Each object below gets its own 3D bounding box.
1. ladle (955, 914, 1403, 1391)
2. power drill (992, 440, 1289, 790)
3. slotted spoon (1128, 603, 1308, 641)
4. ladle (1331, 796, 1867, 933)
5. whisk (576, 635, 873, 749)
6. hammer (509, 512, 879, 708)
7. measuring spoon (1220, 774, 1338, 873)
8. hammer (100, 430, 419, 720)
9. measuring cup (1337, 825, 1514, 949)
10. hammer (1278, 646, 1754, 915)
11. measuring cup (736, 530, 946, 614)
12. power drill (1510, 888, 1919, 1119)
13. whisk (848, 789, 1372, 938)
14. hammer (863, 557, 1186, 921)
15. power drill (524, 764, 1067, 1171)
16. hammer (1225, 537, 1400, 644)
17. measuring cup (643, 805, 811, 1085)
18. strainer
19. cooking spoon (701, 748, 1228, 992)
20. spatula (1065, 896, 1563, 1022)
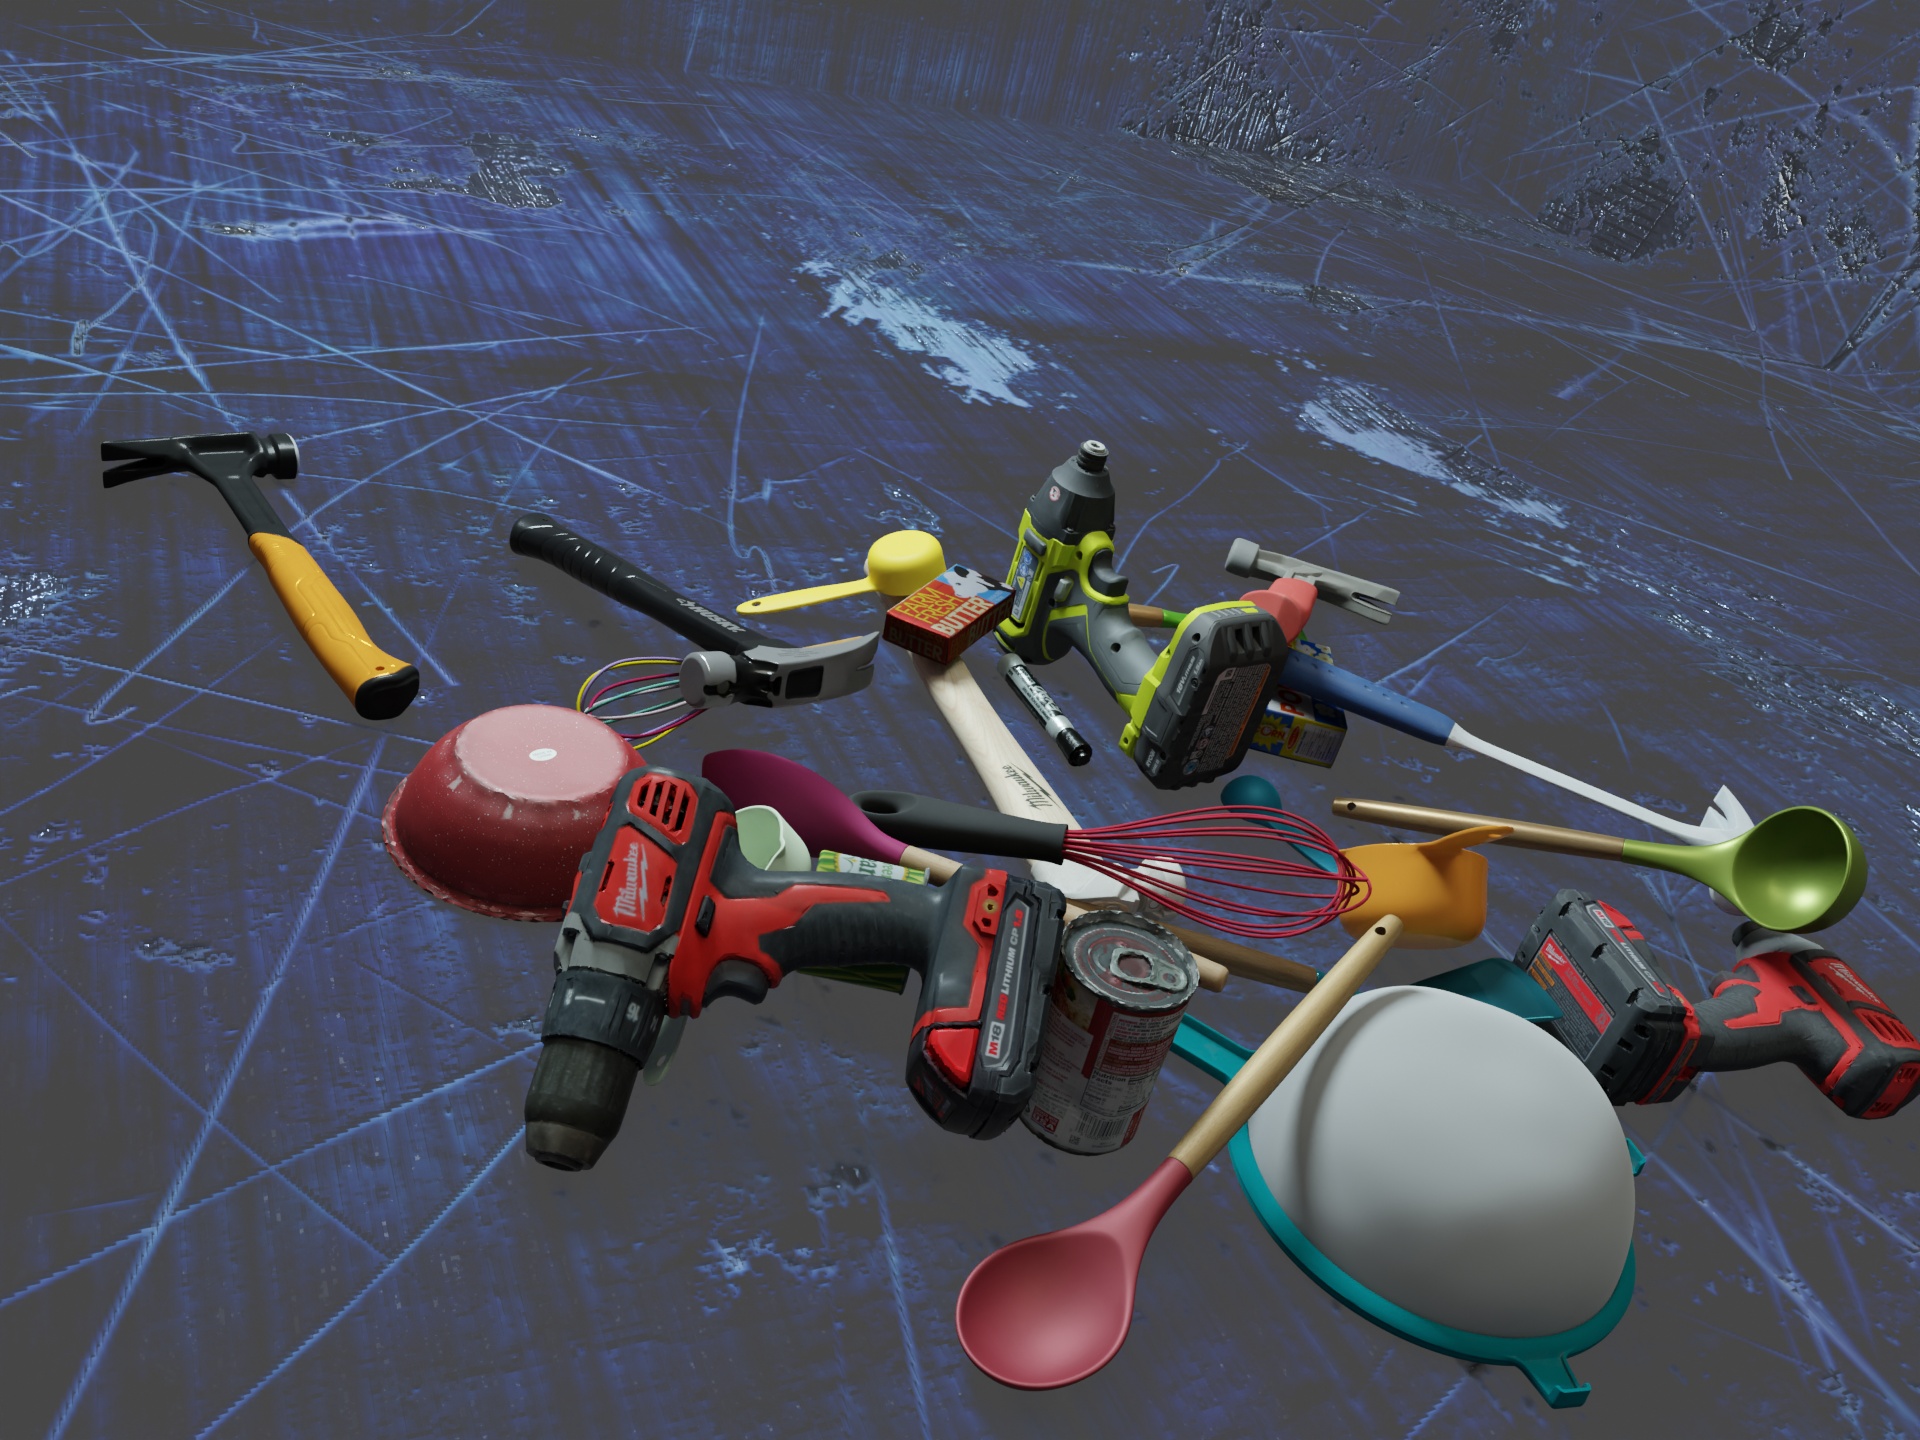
[{"bbox_3d":[0.115,0.187,0.730,0.069,0.031,0.315,31,54,31],"label":"ladle"},{"bbox_3d":[0.115,-0.073,1.095,0.080,0.171,0.223,-10,42,-34],"label":"power drill"},{"bbox_3d":[0.134,-0.082,1.252,0.313,0.031,0.070,5,35,-13],"label":"slotted spoon"},{"bbox_3d":[0.389,0.074,1.004,0.320,0.078,0.062,8,-16,29],"label":"ladle"},{"bbox_3d":[-0.146,-0.023,1.030,0.245,0.051,0.047,-16,64,-46],"label":"whisk"},{"bbox_3d":[-0.194,-0.079,1.034,0.146,0.035,0.335,-6,24,-43],"label":"hammer"},{"bbox_3d":[0.226,0.072,1.048,0.042,0.021,0.129,-15,41,-40],"label":"measuring spoon"},{"bbox_3d":[-0.440,-0.100,1.023,0.127,0.034,0.337,-12,41,-38],"label":"hammer"},{"bbox_3d":[0.274,0.097,0.910,0.095,0.173,0.052,7,76,-5],"label":"measuring cup"},{"bbox_3d":[0.351,0.013,1.104,0.405,0.035,0.144,24,26,15],"label":"hammer"},{"bbox_3d":[-0.087,-0.105,1.149,0.156,0.029,0.062,-14,35,-12],"label":"measuring cup"},{"bbox_3d":[0.448,0.166,0.948,0.219,0.078,0.143,7,32,-18],"label":"power drill"},{"bbox_3d":[0.077,0.072,0.880,0.296,0.073,0.073,8,30,10],"label":"whisk"},{"bbox_3d":[-0.002,-0.003,1.059,0.146,0.038,0.411,-1,34,-23],"label":"hammer"},{"bbox_3d":[-0.078,0.131,0.733,0.226,0.080,0.188,15,62,-3],"label":"power drill"},{"bbox_3d":[0.264,-0.092,1.221,0.149,0.036,0.359,20,14,10],"label":"hammer"},{"bbox_3d":[-0.122,0.118,0.807,0.083,0.038,0.168,-18,40,31],"label":"measuring cup"},{"bbox_3d":[0.193,0.171,0.806,0.340,0.095,0.211,28,34,18],"label":"strainer"},{"bbox_3d":[-0.008,0.083,0.859,0.319,0.068,0.017,19,38,19],"label":"cooking spoon"},{"bbox_3d":[0.178,0.130,0.897,0.317,0.044,0.082,16,14,-9],"label":"spatula"}]
